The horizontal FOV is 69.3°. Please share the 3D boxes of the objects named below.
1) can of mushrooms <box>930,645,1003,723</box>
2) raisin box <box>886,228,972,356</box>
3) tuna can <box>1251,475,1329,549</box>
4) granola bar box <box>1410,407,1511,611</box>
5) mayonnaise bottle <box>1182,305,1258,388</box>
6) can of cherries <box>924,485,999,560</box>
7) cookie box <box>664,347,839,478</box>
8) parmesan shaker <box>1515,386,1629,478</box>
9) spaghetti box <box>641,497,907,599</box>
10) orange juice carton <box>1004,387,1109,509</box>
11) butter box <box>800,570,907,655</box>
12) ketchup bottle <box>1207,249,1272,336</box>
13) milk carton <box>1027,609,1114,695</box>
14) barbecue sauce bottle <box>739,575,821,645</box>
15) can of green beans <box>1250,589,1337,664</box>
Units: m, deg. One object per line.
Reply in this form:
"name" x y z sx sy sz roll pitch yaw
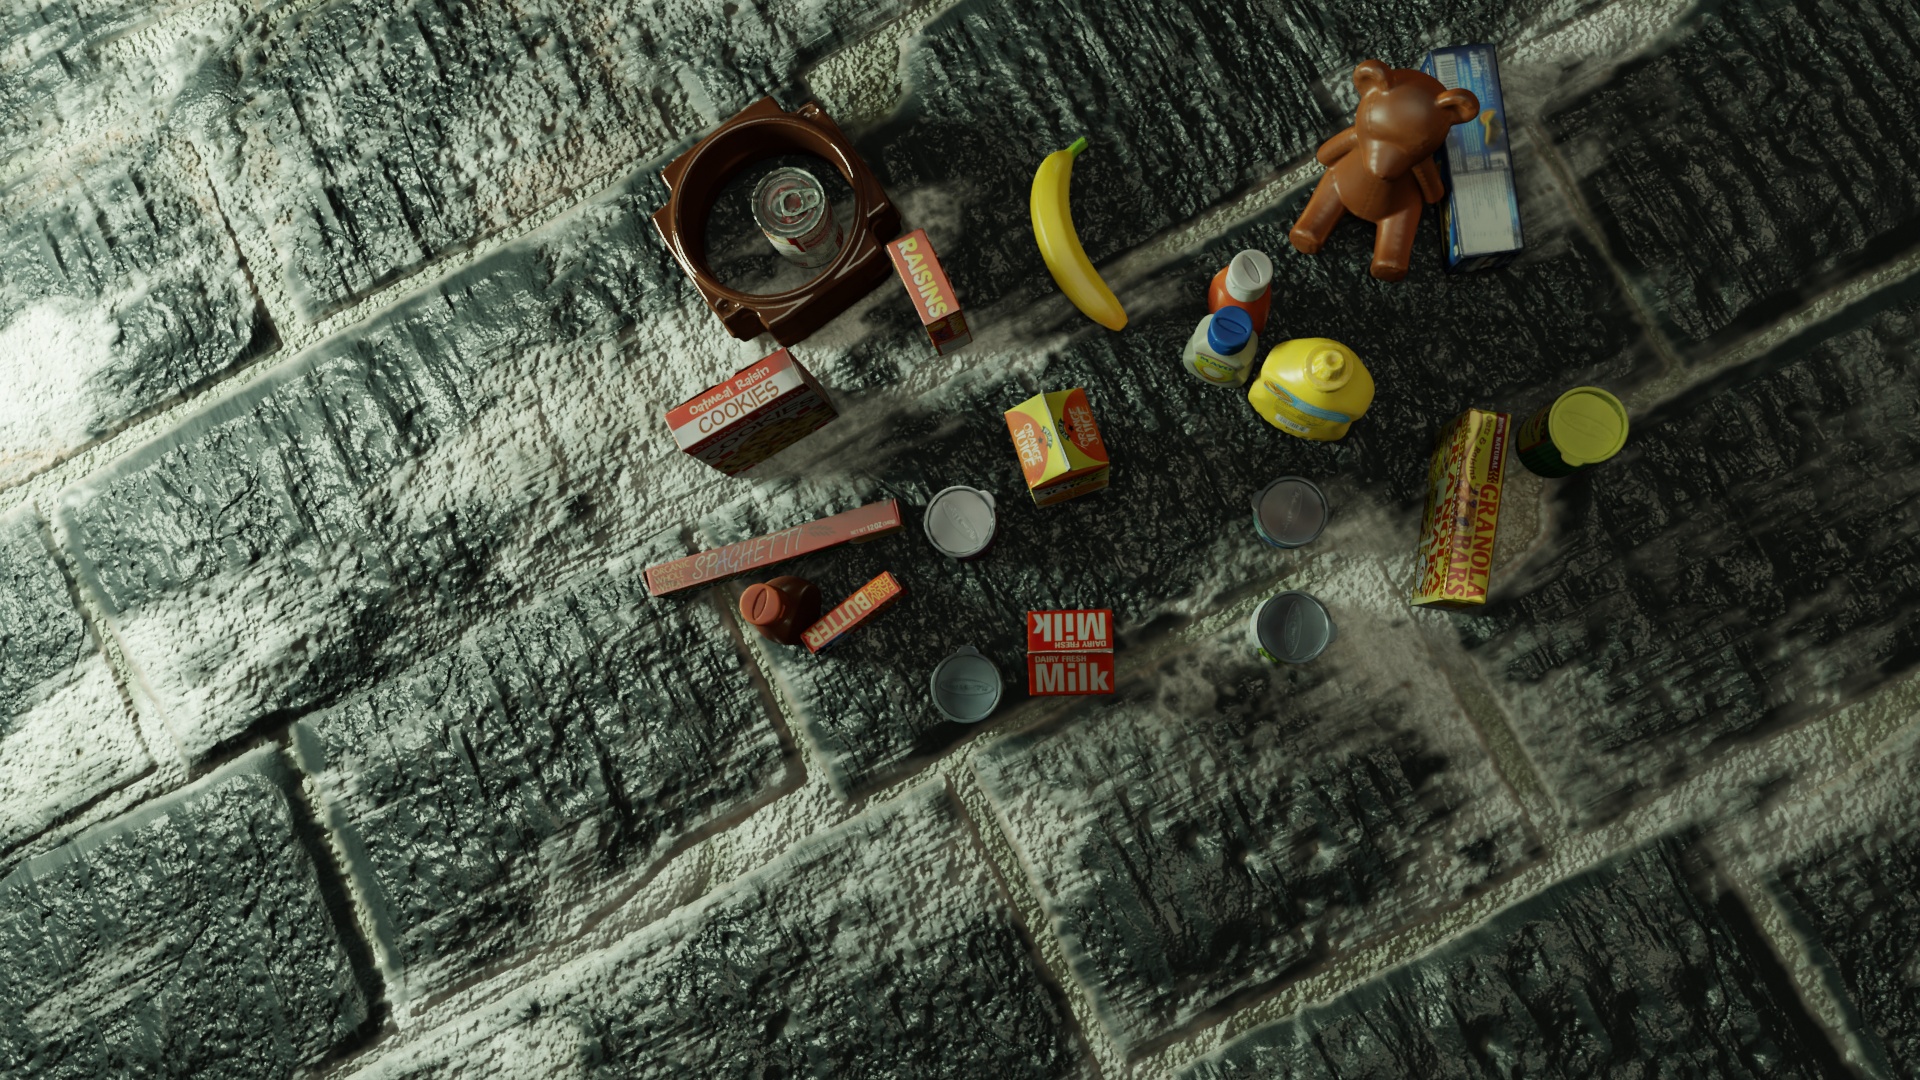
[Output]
"can of mushrooms" 0.007 0.134 1.291 0.071 0.033 0.071 -1 84 5
"raisin box" -0.026 -0.228 1.289 0.040 0.123 0.086 -25 82 3
"tuna can" 0.301 -0.026 1.281 0.071 0.033 0.071 -1 84 5
"granola bar box" 0.439 -0.023 1.221 0.039 0.124 0.165 9 85 6
"mayonnaise bottle" 0.236 -0.174 1.245 0.065 0.148 0.041 24 87 7
"can of cherries" 0.005 -0.016 1.295 0.071 0.058 0.071 -1 84 6
"cookie box" -0.187 -0.114 1.269 0.123 0.167 0.040 -29 82 2
"parmesan shaker" 0.537 -0.091 1.230 0.071 0.103 0.071 -1 84 6
"spaghetti box" -0.174 0.009 1.314 0.250 0.050 0.029 -16 83 4
"orange juice carton" 0.087 -0.082 1.227 0.073 0.192 0.072 -18 83 4
"butter box" -0.099 0.068 1.299 0.103 0.053 0.024 -37 82 1
"ketchup bottle" 0.253 -0.222 1.248 0.043 0.148 0.065 -27 82 3
"milk carton" 0.097 0.098 1.207 0.072 0.190 0.073 -2 84 5
"barbecue sauce bottle" -0.163 0.062 1.257 0.044 0.148 0.065 19 87 7
"can of green beans" 0.298 0.079 1.257 0.071 0.058 0.071 -1 84 6
